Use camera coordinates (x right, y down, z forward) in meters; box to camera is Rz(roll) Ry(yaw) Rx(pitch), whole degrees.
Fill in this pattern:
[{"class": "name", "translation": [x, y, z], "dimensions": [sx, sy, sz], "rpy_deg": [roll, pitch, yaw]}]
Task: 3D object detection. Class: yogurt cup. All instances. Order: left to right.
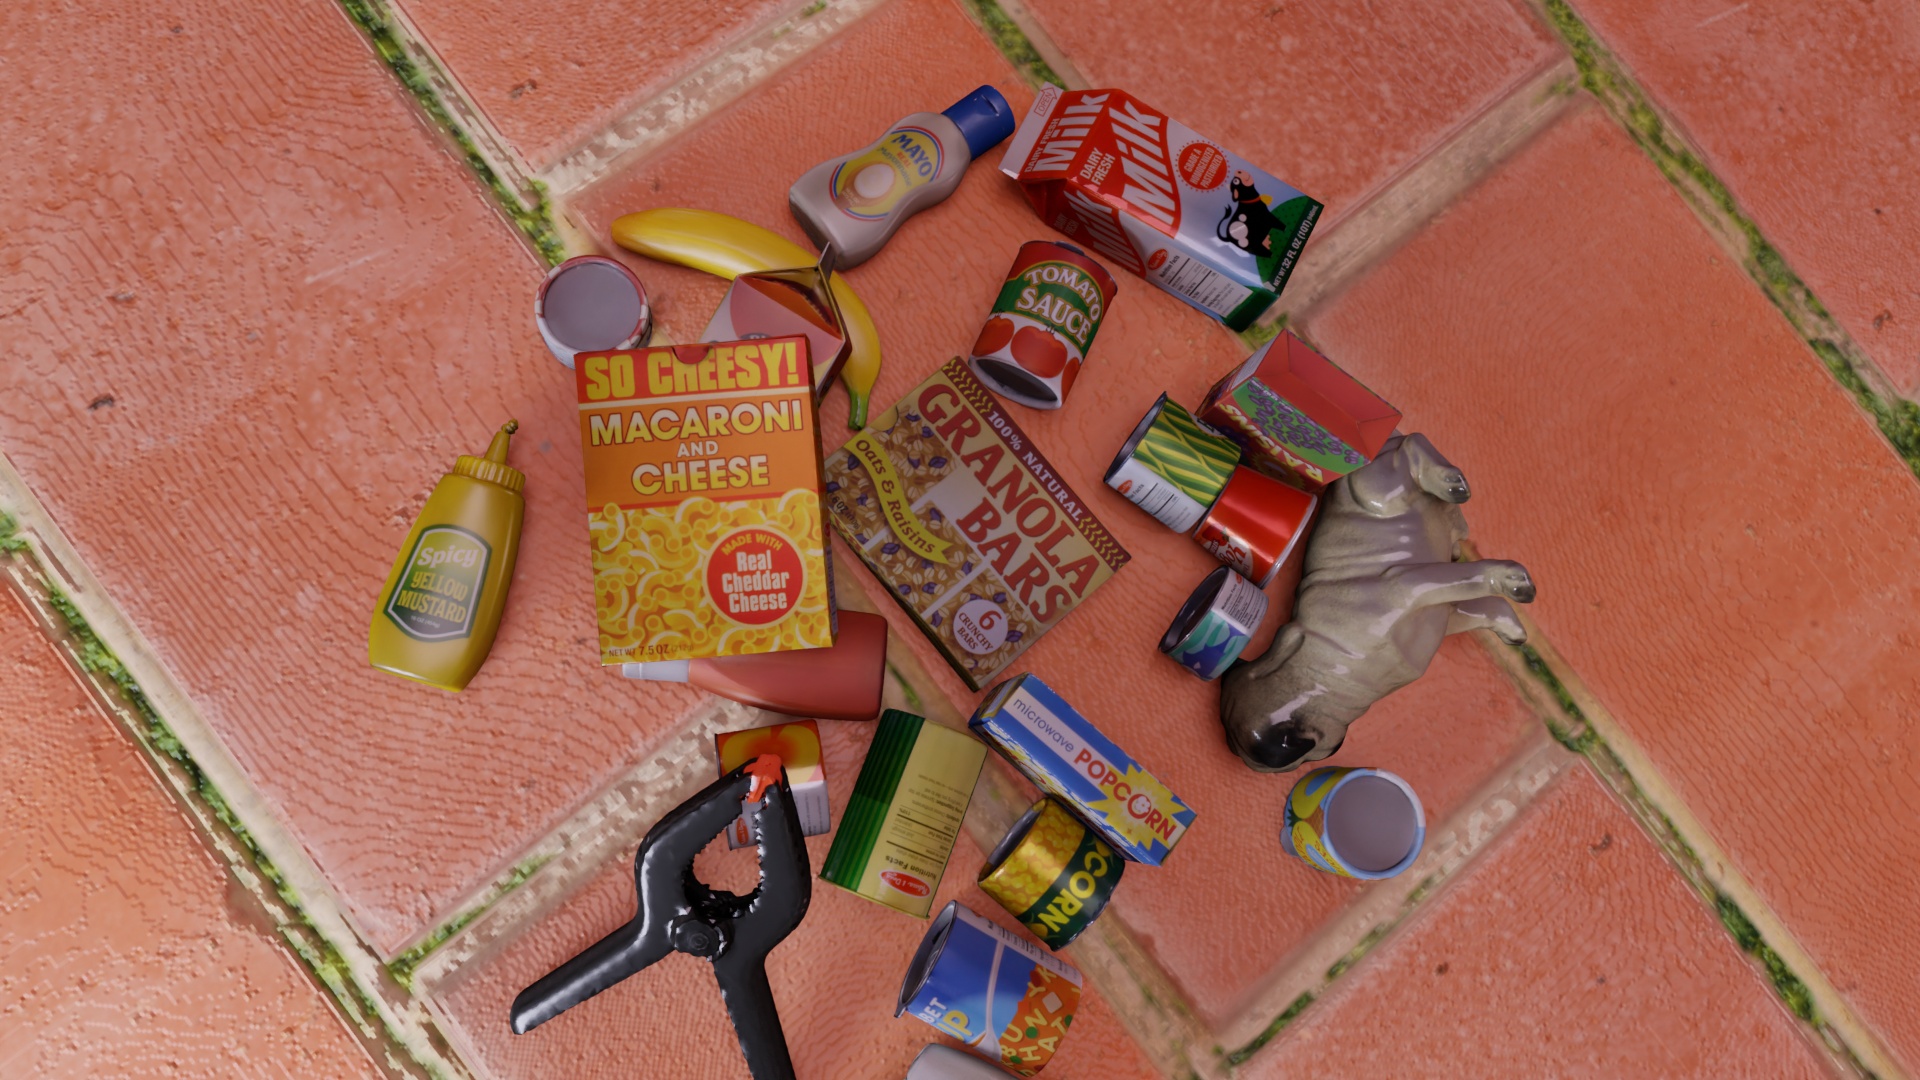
[{"class": "yogurt cup", "translation": [0.180, -0.011, 0.856], "dimensions": [0.054, 0.072, 0.072], "rpy_deg": [31, 77, 6]}]

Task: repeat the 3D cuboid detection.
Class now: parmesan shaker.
[{"class": "parmesan shaker", "translation": [-0.030, 0.156, 0.793], "dimensions": [0.071, 0.071, 0.103], "rpy_deg": [22, 77, -4]}]

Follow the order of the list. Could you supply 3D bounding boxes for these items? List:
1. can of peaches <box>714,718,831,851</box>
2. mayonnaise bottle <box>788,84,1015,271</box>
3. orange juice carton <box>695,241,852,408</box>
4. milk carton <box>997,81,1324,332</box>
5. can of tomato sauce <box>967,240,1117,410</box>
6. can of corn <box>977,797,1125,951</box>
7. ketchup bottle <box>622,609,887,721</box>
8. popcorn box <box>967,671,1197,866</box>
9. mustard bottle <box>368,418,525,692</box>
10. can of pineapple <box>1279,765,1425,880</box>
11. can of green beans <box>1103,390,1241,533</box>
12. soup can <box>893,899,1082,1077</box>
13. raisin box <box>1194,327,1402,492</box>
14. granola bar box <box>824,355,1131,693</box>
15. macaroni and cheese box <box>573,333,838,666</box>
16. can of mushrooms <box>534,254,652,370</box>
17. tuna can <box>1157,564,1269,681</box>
[{"class": "can of peaches", "translation": [-0.106, 0.135, 0.785], "dimensions": [0.058, 0.071, 0.071], "rpy_deg": [-8, 81, -9]}, {"class": "mayonnaise bottle", "translation": [-0.033, -0.234, 0.874], "dimensions": [0.148, 0.041, 0.065], "rpy_deg": [-37, 85, -12]}, {"class": "orange juice carton", "translation": [-0.121, -0.084, 0.797], "dimensions": [0.073, 0.072, 0.192], "rpy_deg": [31, 91, -2]}, {"class": "milk carton", "translation": [0.122, -0.216, 0.878], "dimensions": [0.190, 0.073, 0.072], "rpy_deg": [28, 77, -2]}, {"class": "can of tomato sauce", "translation": [0.051, -0.132, 0.854], "dimensions": [0.071, 0.071, 0.083], "rpy_deg": [26, 78, -3]}, {"class": "can of corn", "translation": [0.052, 0.190, 0.795], "dimensions": [0.058, 0.071, 0.071], "rpy_deg": [40, 77, 1]}, {"class": "ketchup bottle", "translation": [-0.118, 0.067, 0.806], "dimensions": [0.149, 0.043, 0.065], "rpy_deg": [6, 73, -7]}, {"class": "popcorn box", "translation": [0.067, 0.131, 0.801], "dimensions": [0.127, 0.085, 0.038], "rpy_deg": [41, 76, 0]}, {"class": "mustard bottle", "translation": [-0.283, 0.003, 0.790], "dimensions": [0.065, 0.048, 0.160], "rpy_deg": [16, 78, -7]}, {"class": "can of pineapple", "translation": [0.235, 0.170, 0.833], "dimensions": [0.071, 0.057, 0.071], "rpy_deg": [1, 80, -8]}, {"class": "can of green beans", "translation": [0.130, -0.047, 0.852], "dimensions": [0.058, 0.071, 0.071], "rpy_deg": [34, 77, -2]}, {"class": "soup can", "translation": [0.015, 0.254, 0.780], "dimensions": [0.084, 0.071, 0.071], "rpy_deg": [30, 77, -3]}, {"class": "raisin box", "translation": [0.197, -0.073, 0.838], "dimensions": [0.086, 0.123, 0.040], "rpy_deg": [35, 78, -2]}, {"class": "granola bar box", "translation": [0.003, -0.011, 0.840], "dimensions": [0.124, 0.039, 0.165], "rpy_deg": [-40, 88, -13]}, {"class": "macaroni and cheese box", "translation": [-0.134, -0.022, 0.741], "dimensions": [0.124, 0.040, 0.166], "rpy_deg": [-5, 92, -1]}, {"class": "can of mushrooms", "translation": [-0.218, -0.137, 0.833], "dimensions": [0.071, 0.033, 0.071], "rpy_deg": [1, 80, -7]}, {"class": "tuna can", "translation": [0.152, 0.052, 0.840], "dimensions": [0.033, 0.071, 0.071], "rpy_deg": [36, 77, -2]}]
